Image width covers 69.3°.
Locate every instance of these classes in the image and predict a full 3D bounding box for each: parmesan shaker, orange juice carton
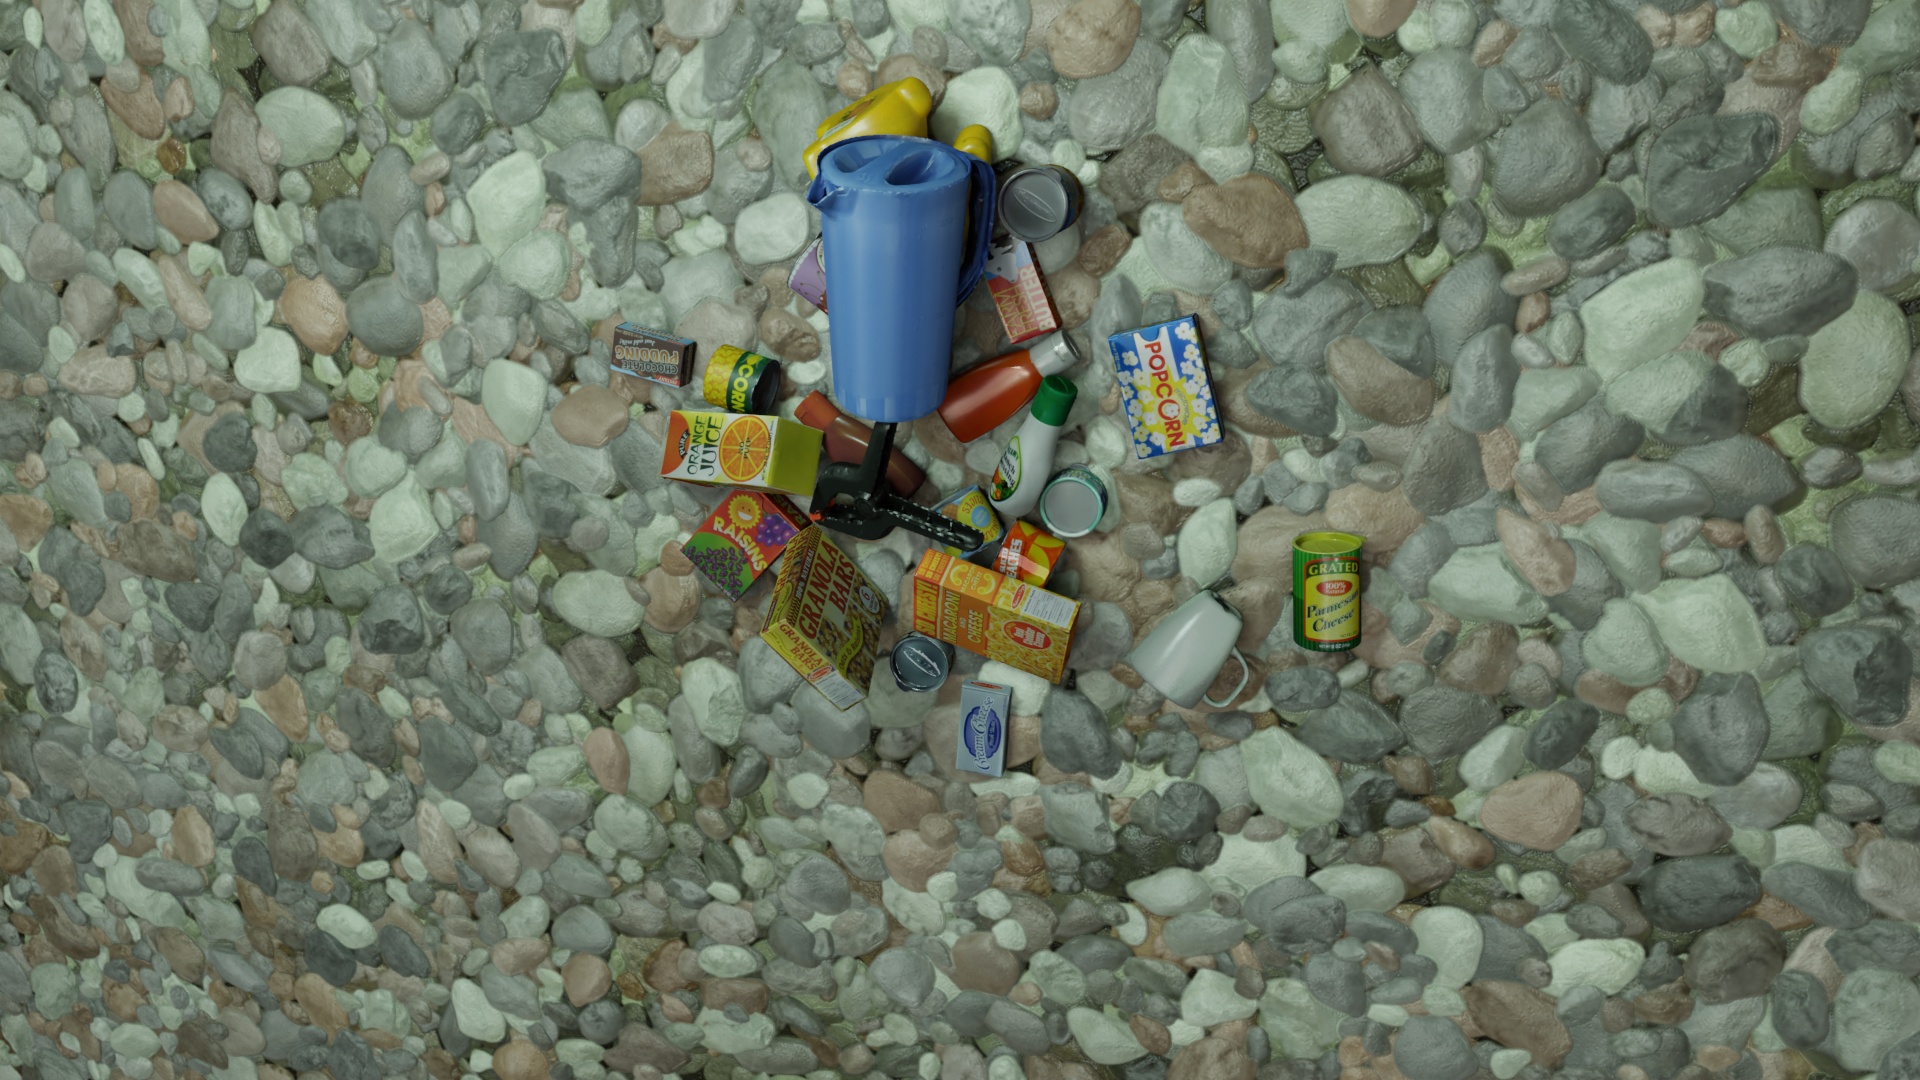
[{"bbox_3d":[0.359,0.050,1.347,0.071,0.071,0.102,0,108,16],"label":"parmesan shaker"},{"bbox_3d":[-0.243,-0.092,1.443,0.192,0.073,0.072,6,85,34],"label":"orange juice carton"}]

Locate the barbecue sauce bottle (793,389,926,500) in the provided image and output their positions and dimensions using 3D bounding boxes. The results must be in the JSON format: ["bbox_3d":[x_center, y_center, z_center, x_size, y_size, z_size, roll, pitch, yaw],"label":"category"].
[{"bbox_3d":[-0.108,-0.094,1.446,0.148,0.044,0.064,43,128,0],"label":"barbecue sauce bottle"}]

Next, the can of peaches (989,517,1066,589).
[{"bbox_3d":[0.068,0.019,1.418,0.058,0.071,0.071,28,113,5],"label":"can of peaches"}]

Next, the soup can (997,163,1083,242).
[{"bbox_3d":[0.078,-0.318,1.297,0.071,0.084,0.071,5,109,14],"label":"soup can"}]

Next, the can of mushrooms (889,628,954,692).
[{"bbox_3d":[-0.042,0.130,1.507,0.071,0.033,0.070,5,109,14],"label":"can of mushrooms"}]

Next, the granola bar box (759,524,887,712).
[{"bbox_3d":[-0.138,0.078,1.429,0.039,0.166,0.124,-32,116,24],"label":"granola bar box"}]

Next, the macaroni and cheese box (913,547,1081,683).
[{"bbox_3d":[0.035,0.078,1.430,0.166,0.040,0.123,20,150,9],"label":"macaroni and cheese box"}]

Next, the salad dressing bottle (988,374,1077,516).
[{"bbox_3d":[0.073,-0.094,1.376,0.044,0.064,0.146,7,126,-24],"label":"salad dressing bottle"}]

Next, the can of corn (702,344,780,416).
[{"bbox_3d":[-0.228,-0.165,1.443,0.058,0.071,0.071,19,112,10],"label":"can of corn"}]

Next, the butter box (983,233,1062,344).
[{"bbox_3d":[0.056,-0.248,1.359,0.053,0.024,0.103,-18,101,21],"label":"butter box"}]

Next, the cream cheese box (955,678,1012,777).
[{"bbox_3d":[0.026,0.205,1.516,0.053,0.024,0.103,9,110,14],"label":"cream cheese box"}]

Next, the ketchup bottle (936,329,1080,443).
[{"bbox_3d":[0.048,-0.157,1.380,0.148,0.044,0.064,-29,107,22],"label":"ketchup bottle"}]

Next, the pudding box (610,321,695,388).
[{"bbox_3d":[-0.329,-0.198,1.483,0.084,0.030,0.049,17,113,10],"label":"pudding box"}]

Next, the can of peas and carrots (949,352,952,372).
[{"bbox_3d":[-0.047,-0.181,1.392,0.071,0.059,0.070,5,108,15],"label":"can of peas and carrots"}]

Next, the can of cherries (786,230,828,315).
[{"bbox_3d":[-0.130,-0.265,1.383,0.058,0.072,0.071,37,114,2],"label":"can of cherries"}]

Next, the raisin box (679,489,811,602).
[{"bbox_3d":[-0.235,-0.005,1.515,0.086,0.040,0.123,45,113,-1],"label":"raisin box"}]

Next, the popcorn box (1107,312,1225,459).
[{"bbox_3d":[0.200,-0.148,1.343,0.085,0.038,0.126,-11,105,20],"label":"popcorn box"}]

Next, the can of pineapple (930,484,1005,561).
[{"bbox_3d":[0.005,-0.018,1.425,0.071,0.071,0.058,-27,98,22],"label":"can of pineapple"}]

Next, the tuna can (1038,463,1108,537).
[{"bbox_3d":[0.115,-0.040,1.405,0.071,0.033,0.070,5,109,14],"label":"tuna can"}]
